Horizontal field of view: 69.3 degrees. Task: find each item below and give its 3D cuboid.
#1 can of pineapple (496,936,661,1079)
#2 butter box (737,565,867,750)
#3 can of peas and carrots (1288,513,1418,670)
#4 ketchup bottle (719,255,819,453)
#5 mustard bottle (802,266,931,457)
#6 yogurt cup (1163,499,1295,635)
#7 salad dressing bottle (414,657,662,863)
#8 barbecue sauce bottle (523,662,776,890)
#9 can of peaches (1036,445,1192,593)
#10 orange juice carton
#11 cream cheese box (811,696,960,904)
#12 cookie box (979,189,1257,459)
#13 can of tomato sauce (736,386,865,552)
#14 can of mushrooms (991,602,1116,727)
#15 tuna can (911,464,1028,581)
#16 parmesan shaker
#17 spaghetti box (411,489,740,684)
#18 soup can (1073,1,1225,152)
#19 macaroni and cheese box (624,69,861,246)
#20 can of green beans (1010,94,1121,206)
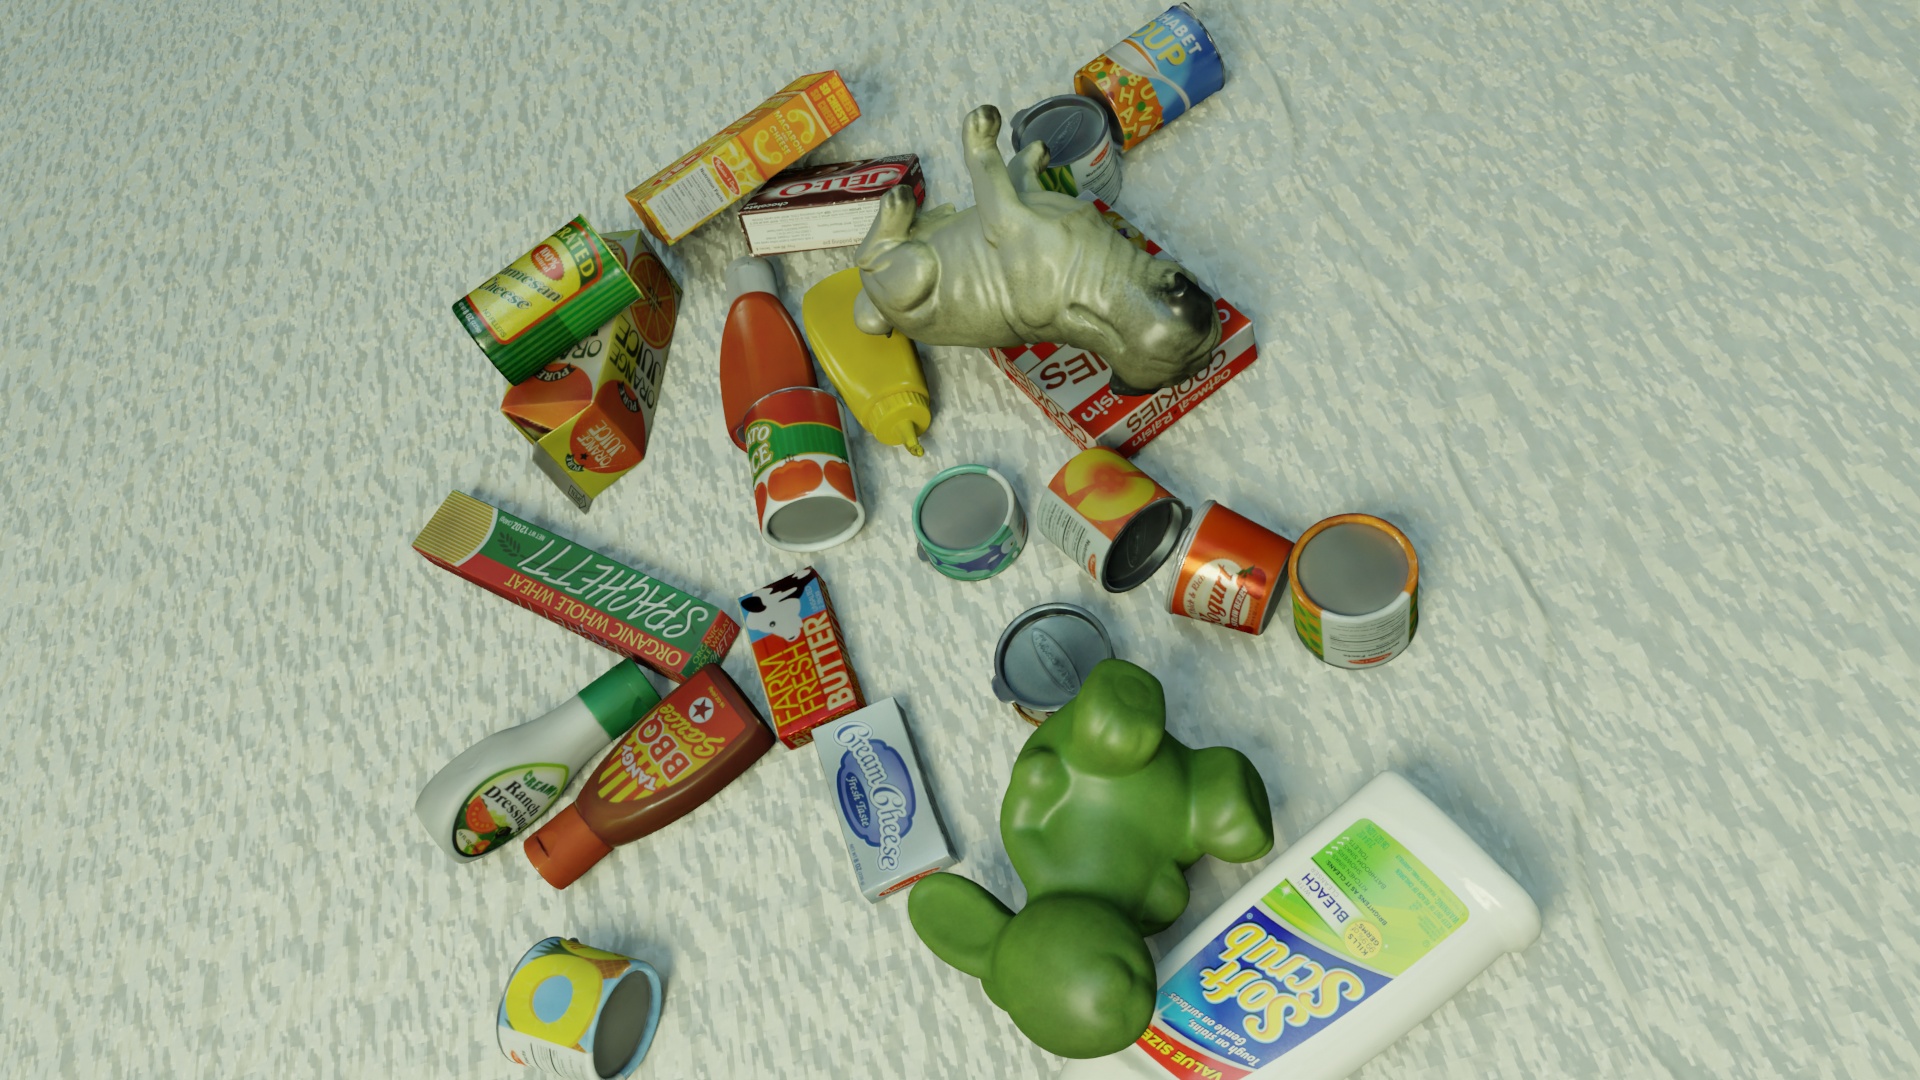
[{"bbox_3d":[-0.198,0.246,0.731,0.058,0.070,0.071,8,63,21],"label":"can of pineapple"},{"bbox_3d":[-0.095,0.070,0.828,0.053,0.024,0.104,-25,56,3],"label":"butter box"},{"bbox_3d":[0.208,0.025,0.739,0.071,0.058,0.071,-8,58,13],"label":"can of peas and carrots"},{"bbox_3d":[-0.135,-0.132,0.949,0.065,0.043,0.149,-18,56,6],"label":"ketchup bottle"},{"bbox_3d":[-0.055,-0.109,0.908,0.065,0.048,0.161,-25,57,1],"label":"mustard bottle"},{"bbox_3d":[0.149,0.018,0.761,0.054,0.072,0.072,22,69,19],"label":"yogurt cup"},{"bbox_3d":[-0.247,0.127,0.822,0.148,0.064,0.044,-38,47,-16],"label":"salad dressing bottle"},{"bbox_3d":[-0.181,0.140,0.802,0.149,0.043,0.065,-40,58,-7],"label":"barbecue sauce bottle"},{"bbox_3d":[0.088,-0.014,0.797,0.071,0.071,0.058,-42,57,-9],"label":"can of peaches"},{"bbox_3d":[-0.256,-0.117,0.962,0.073,0.071,0.193,-4,59,16],"label":"orange juice carton"},{"bbox_3d":[-0.043,0.142,0.769,0.053,0.024,0.104,-24,56,1],"label":"cream cheese box"},{"bbox_3d":[0.088,-0.136,0.885,0.123,0.040,0.168,-37,56,-6],"label":"cookie box"},{"bbox_3d":[-0.100,-0.043,0.871,0.071,0.071,0.083,-19,57,6],"label":"can of tomato sauce"},{"bbox_3d":[0.052,0.072,0.775,0.071,0.033,0.071,-7,59,13],"label":"can of mushrooms"},{"bbox_3d":[0.003,-0.011,0.840,0.071,0.032,0.071,-8,58,13],"label":"tuna can"},{"bbox_3d":[-0.267,-0.154,0.904,0.103,0.071,0.071,-38,57,-7],"label":"parmesan shaker"},{"bbox_3d":[-0.253,0.029,0.900,0.250,0.028,0.050,21,69,27],"label":"spaghetti box"},{"bbox_3d":[0.130,-0.321,0.963,0.084,0.071,0.071,-35,56,-4],"label":"soup can"},{"bbox_3d":[-0.161,-0.280,1.016,0.166,0.040,0.124,-35,23,-6],"label":"macaroni and cheese box"},{"bbox_3d":[0.074,-0.261,0.953,0.071,0.057,0.071,-8,59,13],"label":"can of green beans"}]
